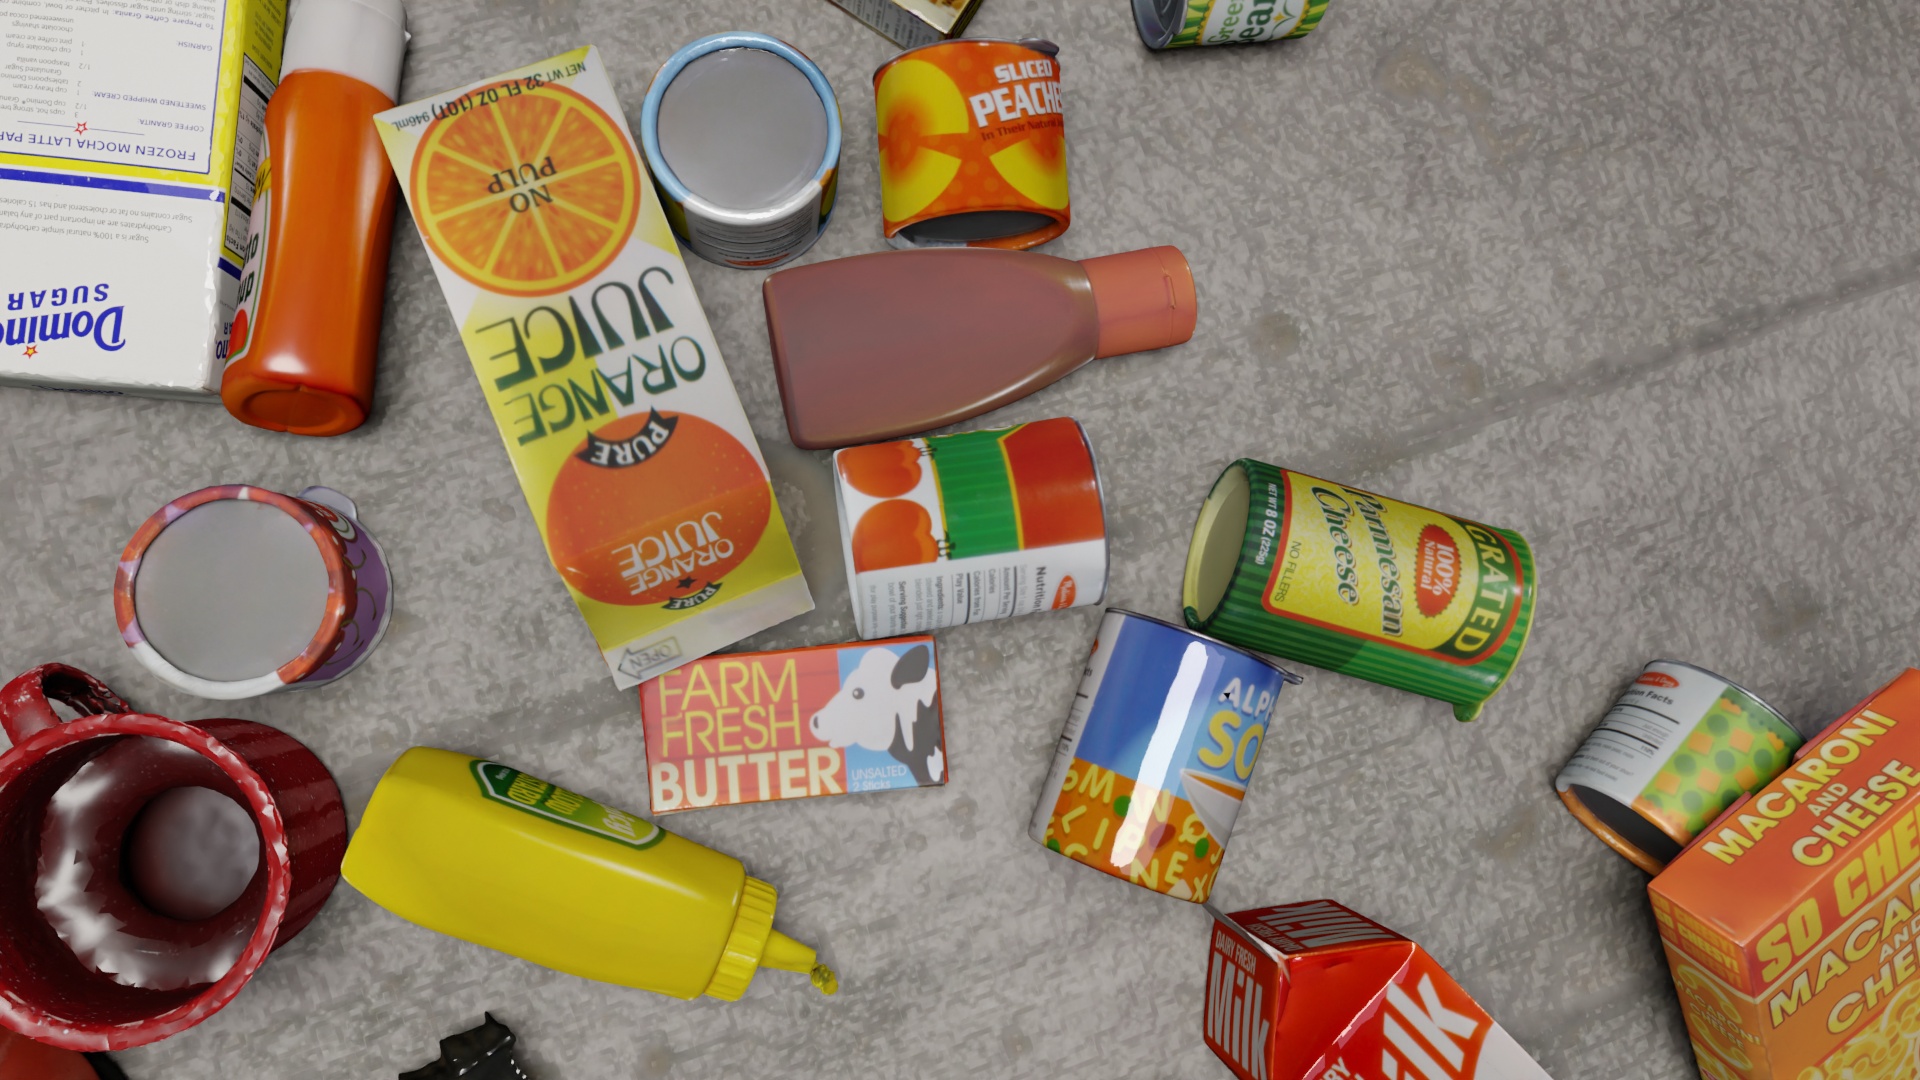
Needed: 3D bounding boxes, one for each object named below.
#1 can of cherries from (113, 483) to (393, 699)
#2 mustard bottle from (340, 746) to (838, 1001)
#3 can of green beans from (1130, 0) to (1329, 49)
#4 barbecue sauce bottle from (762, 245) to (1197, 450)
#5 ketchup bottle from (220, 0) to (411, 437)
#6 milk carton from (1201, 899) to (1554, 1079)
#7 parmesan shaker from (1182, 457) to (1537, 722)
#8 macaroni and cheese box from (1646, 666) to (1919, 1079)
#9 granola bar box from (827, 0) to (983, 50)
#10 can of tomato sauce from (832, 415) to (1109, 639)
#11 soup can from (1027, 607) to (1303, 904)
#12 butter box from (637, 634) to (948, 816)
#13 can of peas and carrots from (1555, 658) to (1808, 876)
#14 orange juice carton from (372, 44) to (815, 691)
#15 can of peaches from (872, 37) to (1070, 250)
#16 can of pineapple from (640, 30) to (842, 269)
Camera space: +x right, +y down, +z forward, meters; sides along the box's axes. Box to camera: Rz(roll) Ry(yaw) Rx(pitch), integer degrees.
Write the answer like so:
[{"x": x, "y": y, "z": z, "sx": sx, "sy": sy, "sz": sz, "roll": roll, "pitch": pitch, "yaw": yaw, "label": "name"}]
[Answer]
[{"x": -0.223, "y": 0.014, "z": 0.445, "sx": 0.071, "sy": 0.058, "sz": 0.071, "roll": 1, "pitch": 86, "yaw": -8, "label": "can of cherries"}, {"x": -0.112, "y": 0.115, "z": 0.452, "sx": 0.160, "sy": 0.065, "sz": 0.049, "roll": 23, "pitch": 89, "yaw": -11, "label": "mustard bottle"}, {"x": 0.097, "y": -0.215, "z": 0.504, "sx": 0.058, "sy": 0.071, "sz": 0.071, "roll": -7, "pitch": 87, "yaw": -9, "label": "can of green beans"}, {"x": 0.008, "y": -0.075, "z": 0.492, "sx": 0.149, "sy": 0.043, "sz": 0.065, "roll": -11, "pitch": 94, "yaw": -9, "label": "barbecue sauce bottle"}, {"x": -0.209, "y": -0.112, "z": 0.458, "sx": 0.043, "sy": 0.064, "sz": 0.149, "roll": 9, "pitch": 75, "yaw": -29, "label": "ketchup bottle"}, {"x": 0.154, "y": 0.192, "z": 0.475, "sx": 0.190, "sy": 0.072, "sz": 0.073, "roll": 45, "pitch": 82, "yaw": -2, "label": "milk carton"}, {"x": 0.138, "y": 0.017, "z": 0.490, "sx": 0.103, "sy": 0.071, "sz": 0.071, "roll": 15, "pitch": 84, "yaw": -6, "label": "parmesan shaker"}, {"x": 0.309, "y": 0.143, "z": 0.481, "sx": 0.124, "sy": 0.040, "sz": 0.166, "roll": -35, "pitch": 120, "yaw": -9, "label": "macaroni and cheese box"}, {"x": -0.016, "y": -0.276, "z": 0.507, "sx": 0.124, "sy": 0.039, "sz": 0.166, "roll": 32, "pitch": 82, "yaw": -5, "label": "granola bar box"}, {"x": 0.002, "y": -0.006, "z": 0.475, "sx": 0.083, "sy": 0.071, "sz": 0.071, "roll": -8, "pitch": 87, "yaw": -8, "label": "can of tomato sauce"}, {"x": 0.070, "y": 0.074, "z": 0.475, "sx": 0.071, "sy": 0.071, "sz": 0.084, "roll": 21, "pitch": 84, "yaw": -6, "label": "soup can"}, {"x": -0.058, "y": 0.063, "z": 0.481, "sx": 0.103, "sy": 0.024, "sz": 0.053, "roll": -4, "pitch": 87, "yaw": -8, "label": "butter box"}, {"x": 0.263, "y": 0.088, "z": 0.502, "sx": 0.071, "sy": 0.071, "sz": 0.059, "roll": 43, "pitch": 82, "yaw": -3, "label": "can of peas and carrots"}, {"x": -0.115, "y": -0.053, "z": 0.458, "sx": 0.072, "sy": 0.073, "sz": 0.192, "roll": -22, "pitch": 89, "yaw": -9, "label": "orange juice carton"}, {"x": 0.006, "y": -0.135, "z": 0.483, "sx": 0.071, "sy": 0.071, "sz": 0.058, "roll": -3, "pitch": 87, "yaw": -8, "label": "can of peaches"}, {"x": -0.075, "y": -0.134, "z": 0.478, "sx": 0.071, "sy": 0.058, "sz": 0.071, "roll": 1, "pitch": 85, "yaw": -7, "label": "can of pineapple"}]
